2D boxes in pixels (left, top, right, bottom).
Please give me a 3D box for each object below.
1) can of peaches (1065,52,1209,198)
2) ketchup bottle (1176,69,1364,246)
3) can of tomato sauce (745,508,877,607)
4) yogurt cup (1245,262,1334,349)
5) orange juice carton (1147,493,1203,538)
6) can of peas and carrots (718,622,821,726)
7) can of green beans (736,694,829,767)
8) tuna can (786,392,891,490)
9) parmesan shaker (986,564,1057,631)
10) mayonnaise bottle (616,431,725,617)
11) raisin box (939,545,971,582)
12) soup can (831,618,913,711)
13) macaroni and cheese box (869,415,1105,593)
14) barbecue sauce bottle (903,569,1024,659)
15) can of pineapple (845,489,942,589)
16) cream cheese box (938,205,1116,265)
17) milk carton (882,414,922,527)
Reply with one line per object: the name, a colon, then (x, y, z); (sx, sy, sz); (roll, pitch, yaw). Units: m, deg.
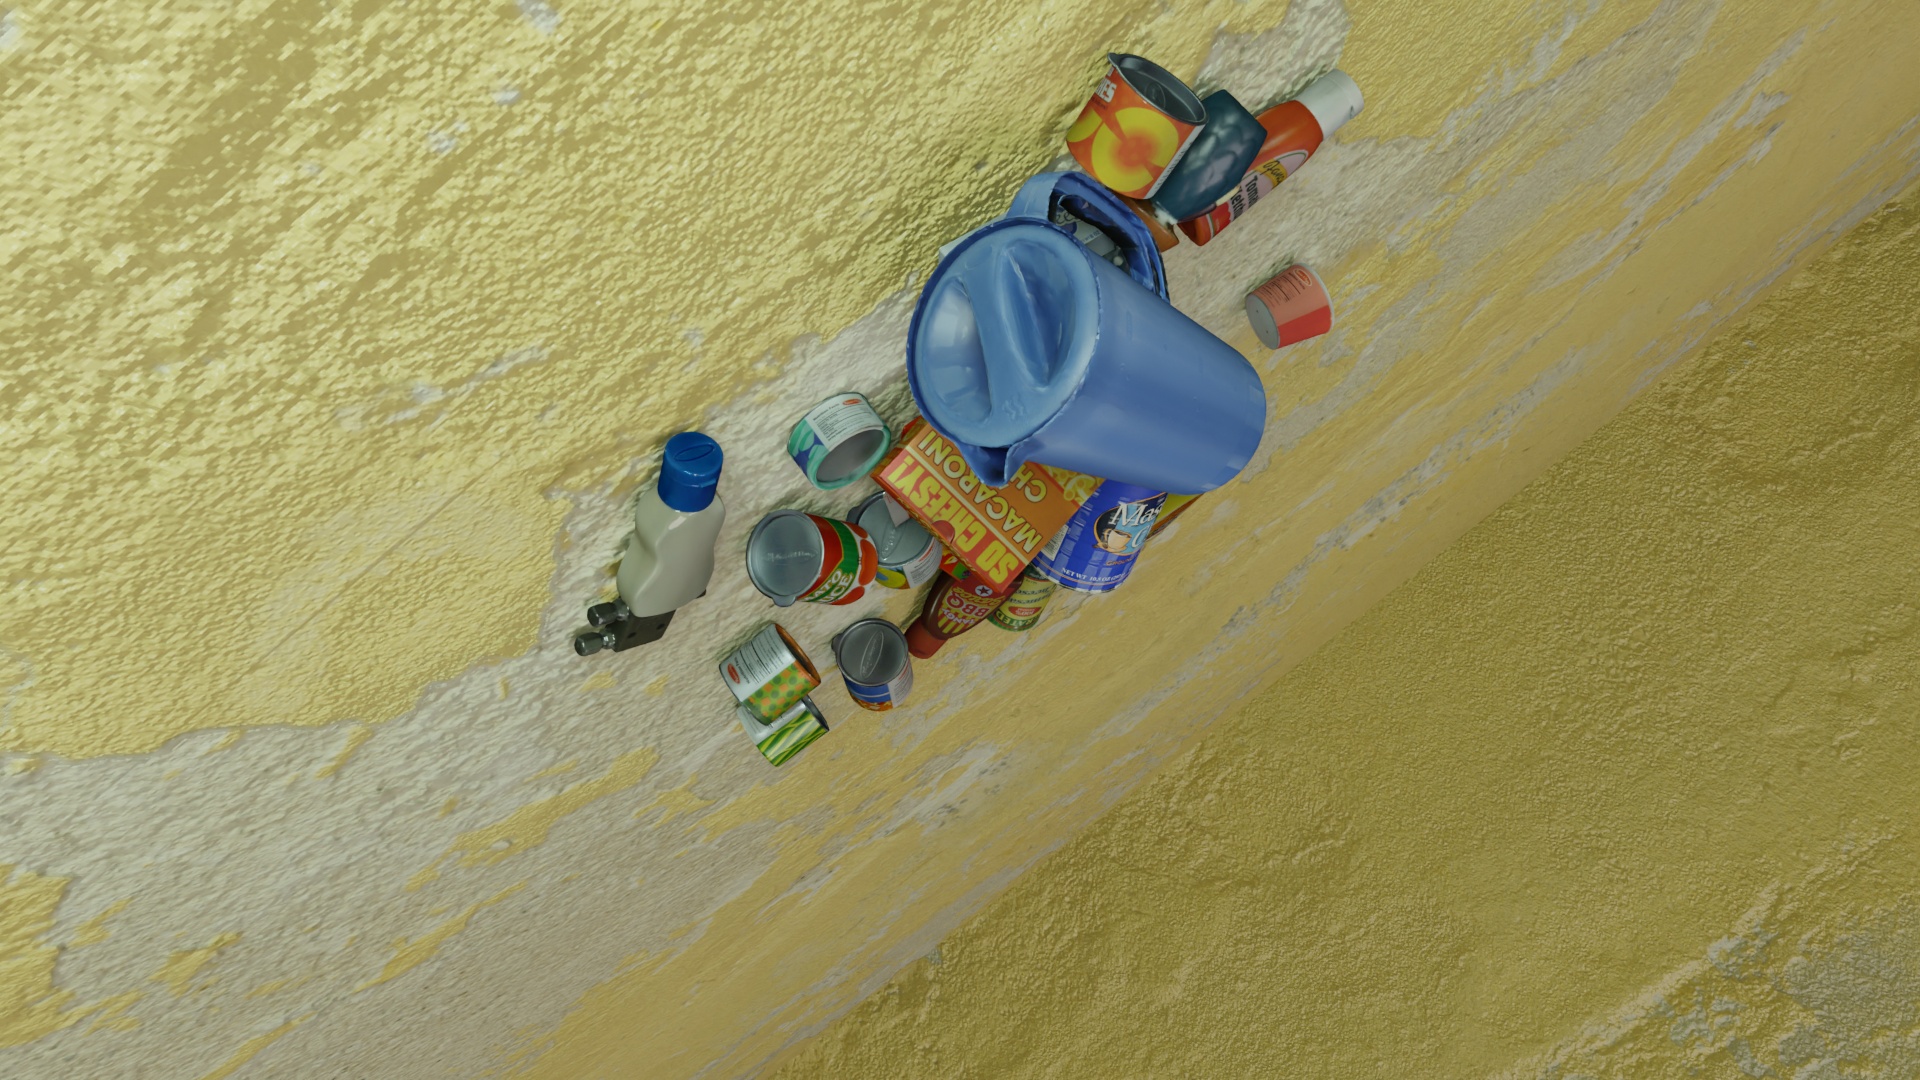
can of peaches: (0.103, -0.248, 0.830); (0.071, 0.071, 0.057); (-14, 149, -46)
ketchup bottle: (0.215, -0.274, 0.982); (0.149, 0.043, 0.064); (-38, 159, 0)
can of tomato sauce: (-0.108, 0.016, 1.033); (0.071, 0.071, 0.083); (-43, 159, 15)
yogurt cup: (0.287, -0.203, 1.218); (0.054, 0.072, 0.072); (-26, 157, -7)
orange juice carton: (0.164, -0.038, 1.320); (0.072, 0.073, 0.192); (-31, 172, -16)
can of peas and carrots: (-0.157, 0.112, 1.160); (0.059, 0.071, 0.071); (-38, 159, 1)
can of green beans: (-0.161, 0.163, 1.260); (0.058, 0.071, 0.071); (-36, 159, -3)
tuna can: (-0.083, -0.066, 0.954); (0.071, 0.033, 0.070); (-32, 158, -15)
parmesan shaker: (0.060, 0.034, 1.347); (0.071, 0.071, 0.102); (-24, 155, -32)
mayonnaise bottle: (-0.184, -0.010, 0.902); (0.065, 0.041, 0.147); (-24, 154, -35)
raisin box: (0.004, -0.015, 1.192); (0.086, 0.040, 0.123); (-38, 158, 5)
soup can: (-0.081, 0.116, 1.297); (0.071, 0.071, 0.083); (-33, 159, -12)
macaroni and cheese box: (0.037, -0.065, 0.982); (0.166, 0.123, 0.040); (-48, -167, -5)
barbecue sauce bottle: (-0.003, 0.060, 1.313); (0.065, 0.044, 0.147); (24, 133, -20)
can of pineapple: (-0.051, -0.001, 1.099); (0.071, 0.071, 0.057); (-34, 159, -8)
cream cheese box: (0.042, -0.185, 0.878); (0.104, 0.053, 0.024); (-32, 154, -15)
milk carton: (0.025, -0.075, 1.050); (0.191, 0.073, 0.072); (-34, 159, -8)
